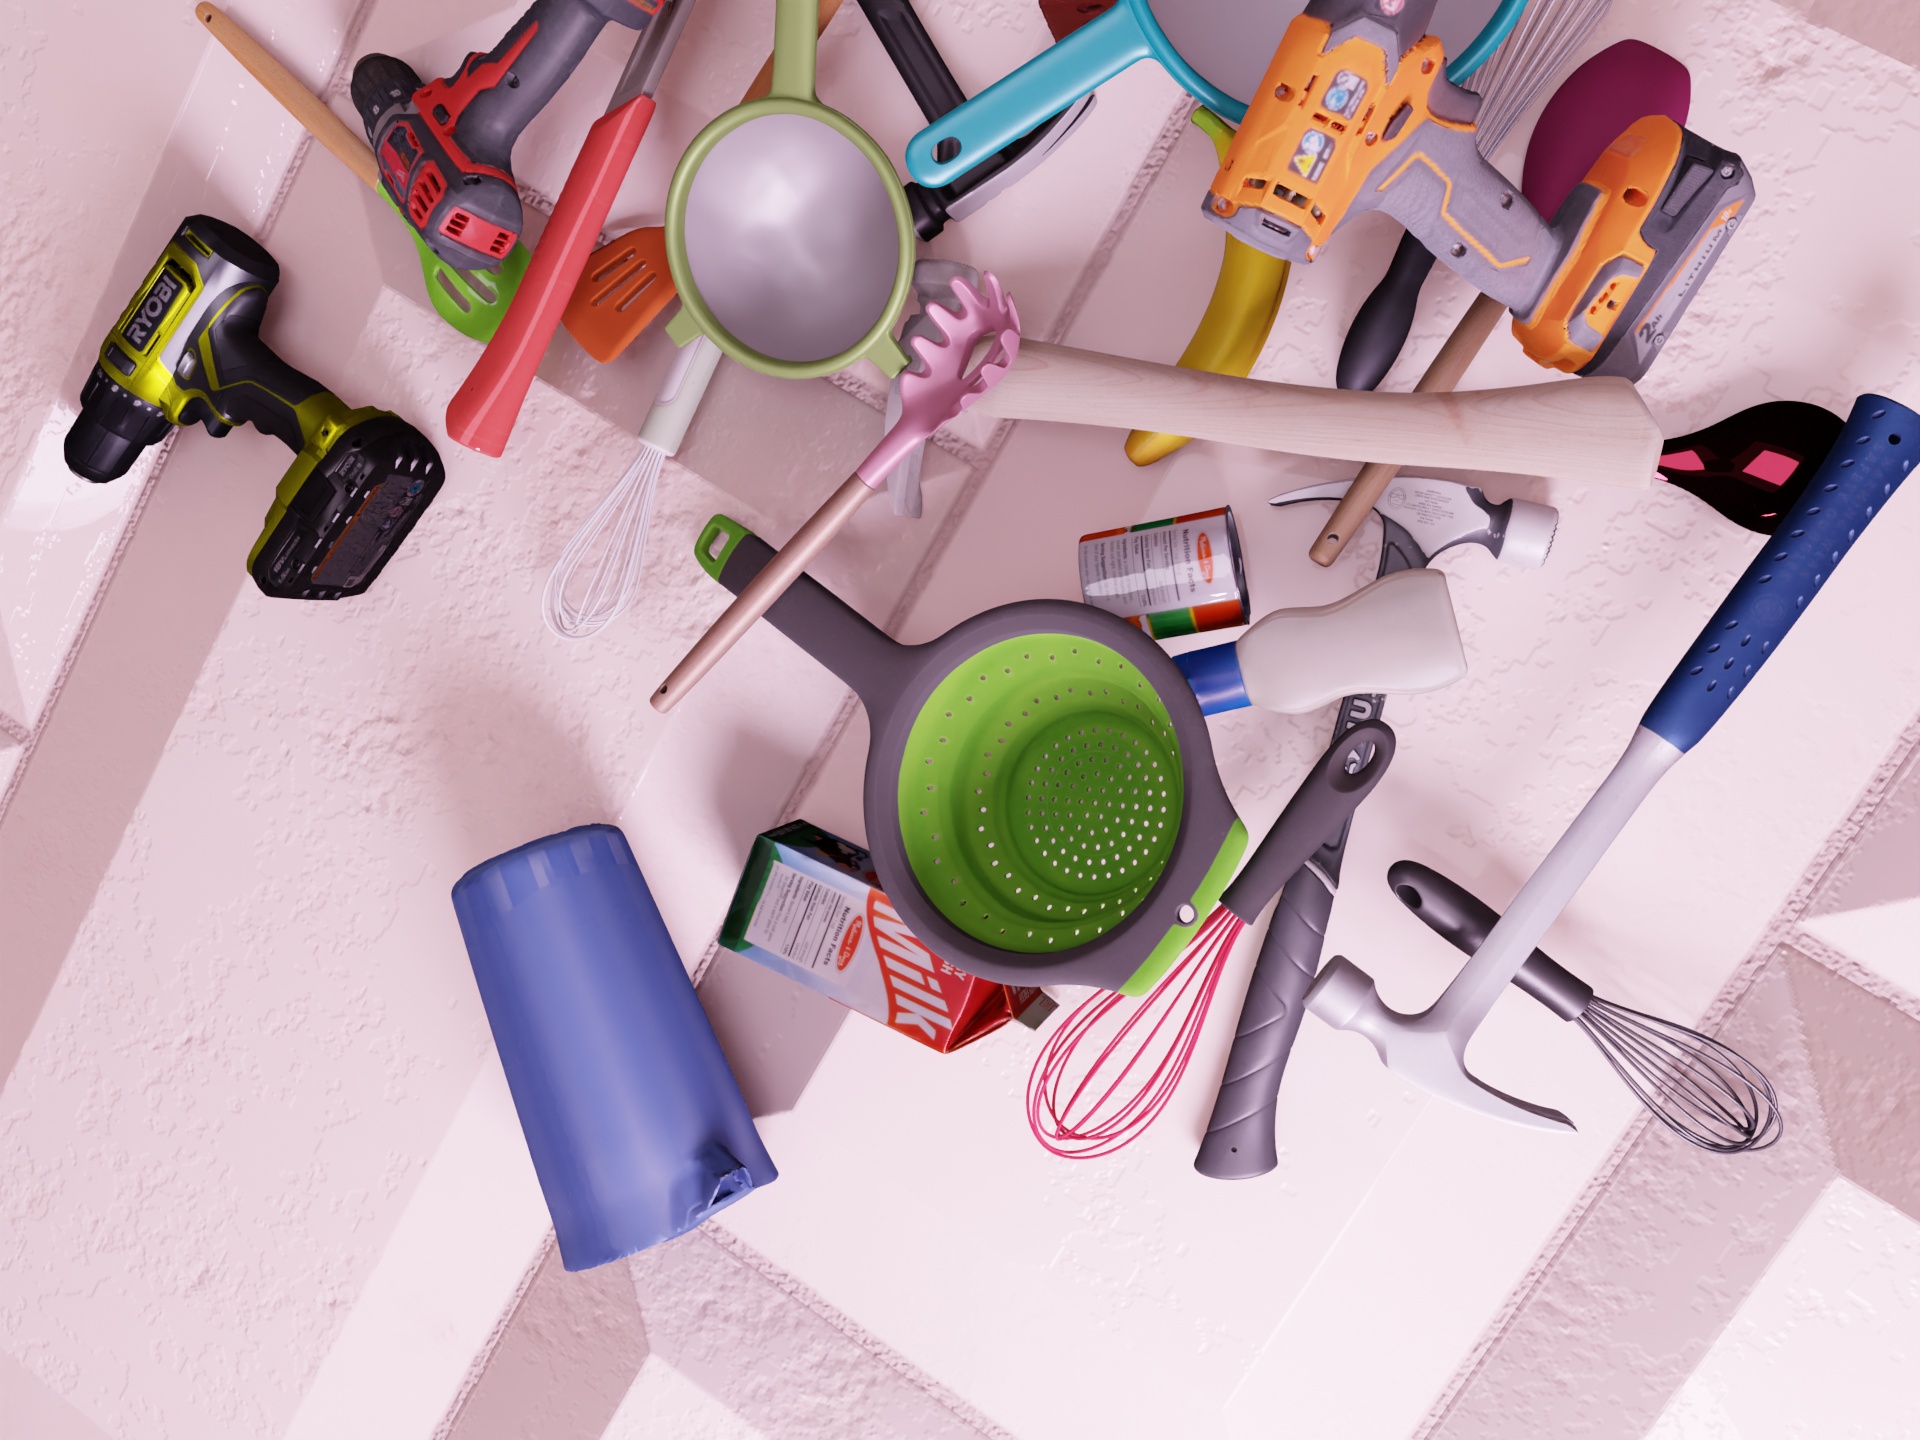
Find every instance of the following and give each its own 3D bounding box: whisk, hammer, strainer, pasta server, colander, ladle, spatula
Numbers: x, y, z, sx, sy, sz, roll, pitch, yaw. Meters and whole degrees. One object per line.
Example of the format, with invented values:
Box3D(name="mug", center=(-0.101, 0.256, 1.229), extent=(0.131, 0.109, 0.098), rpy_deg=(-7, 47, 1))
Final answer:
Box3D(name="whisk", center=(0.265, -0.302, 0.831), extent=(0.070, 0.070, 0.284), rpy_deg=(27, 104, 11))
Box3D(name="hammer", center=(-0.056, -0.450, 0.912), extent=(0.127, 0.034, 0.337), rpy_deg=(-32, 85, 15))
Box3D(name="strainer", center=(-0.083, -0.323, 0.885), extent=(0.151, 0.069, 0.256), rpy_deg=(11, 112, 16))
Box3D(name="pasta server", center=(-0.076, -0.118, 0.892), extent=(0.316, 0.040, 0.060), rpy_deg=(-45, 58, 15))
Box3D(name="whisk", center=(0.136, 0.118, 0.858), extent=(0.073, 0.073, 0.296), rpy_deg=(38, 97, 9))
Box3D(name="strainer", center=(0.120, -0.370, 0.793), extent=(0.340, 0.095, 0.210), rpy_deg=(-29, 112, 13))
Box3D(name="colander", center=(-0.001, -0.003, 0.909), extent=(0.397, 0.094, 0.204), rpy_deg=(38, 101, 28))
Box3D(name="hammer", center=(-0.206, -0.318, 0.929), extent=(0.149, 0.036, 0.359), rpy_deg=(33, 101, 34))
Box3D(name="ladle", center=(0.309, -0.145, 0.843), extent=(0.315, 0.031, 0.069), rpy_deg=(8, 96, 15))
Box3D(name="whisk", center=(0.325, 0.147, 0.834), extent=(0.239, 0.055, 0.055), rpy_deg=(36, 101, 4))
Box3D(name="hammer", center=(0.197, 0.064, 0.880), extent=(0.149, 0.036, 0.409), rpy_deg=(16, 98, 14))
Box3D(name="hammer", center=(0.144, -0.153, 0.833), extent=(0.411, 0.038, 0.146), rpy_deg=(13, 98, 27))
Box3D(name="whisk", center=(-0.188, -0.159, 0.960), extent=(0.058, 0.059, 0.246), rpy_deg=(30, 97, 39))
Box3D(name="spatula", center=(-0.130, -0.348, 0.916), extent=(0.322, 0.041, 0.081), rpy_deg=(-49, 63, 23))
Box3D(name="hammer", center=(0.347, 0.022, 0.792), extent=(0.144, 0.035, 0.405), rpy_deg=(36, 96, 9))

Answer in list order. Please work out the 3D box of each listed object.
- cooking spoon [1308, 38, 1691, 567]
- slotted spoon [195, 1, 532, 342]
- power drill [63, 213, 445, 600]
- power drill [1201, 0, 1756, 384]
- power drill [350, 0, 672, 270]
Box3D(name="cooking spoon", center=(0.277, -0.216, 0.833), extent=(0.069, 0.017, 0.319), rpy_deg=(34, 93, 10))
Box3D(name="slotted spoon", center=(-0.382, -0.354, 1.007), extent=(0.314, 0.031, 0.070), rpy_deg=(44, 103, 9))
Box3D(name="power drill", center=(-0.459, -0.181, 1.013), extent=(0.228, 0.080, 0.190), rpy_deg=(42, 102, 11))
Box3D(name="power drill", center=(0.249, -0.268, 0.750), extent=(0.226, 0.084, 0.164), rpy_deg=(21, 114, -11))
Box3D(name="power drill", center=(-0.271, -0.397, 0.924), extent=(0.226, 0.080, 0.188), rpy_deg=(-49, 57, 21))
